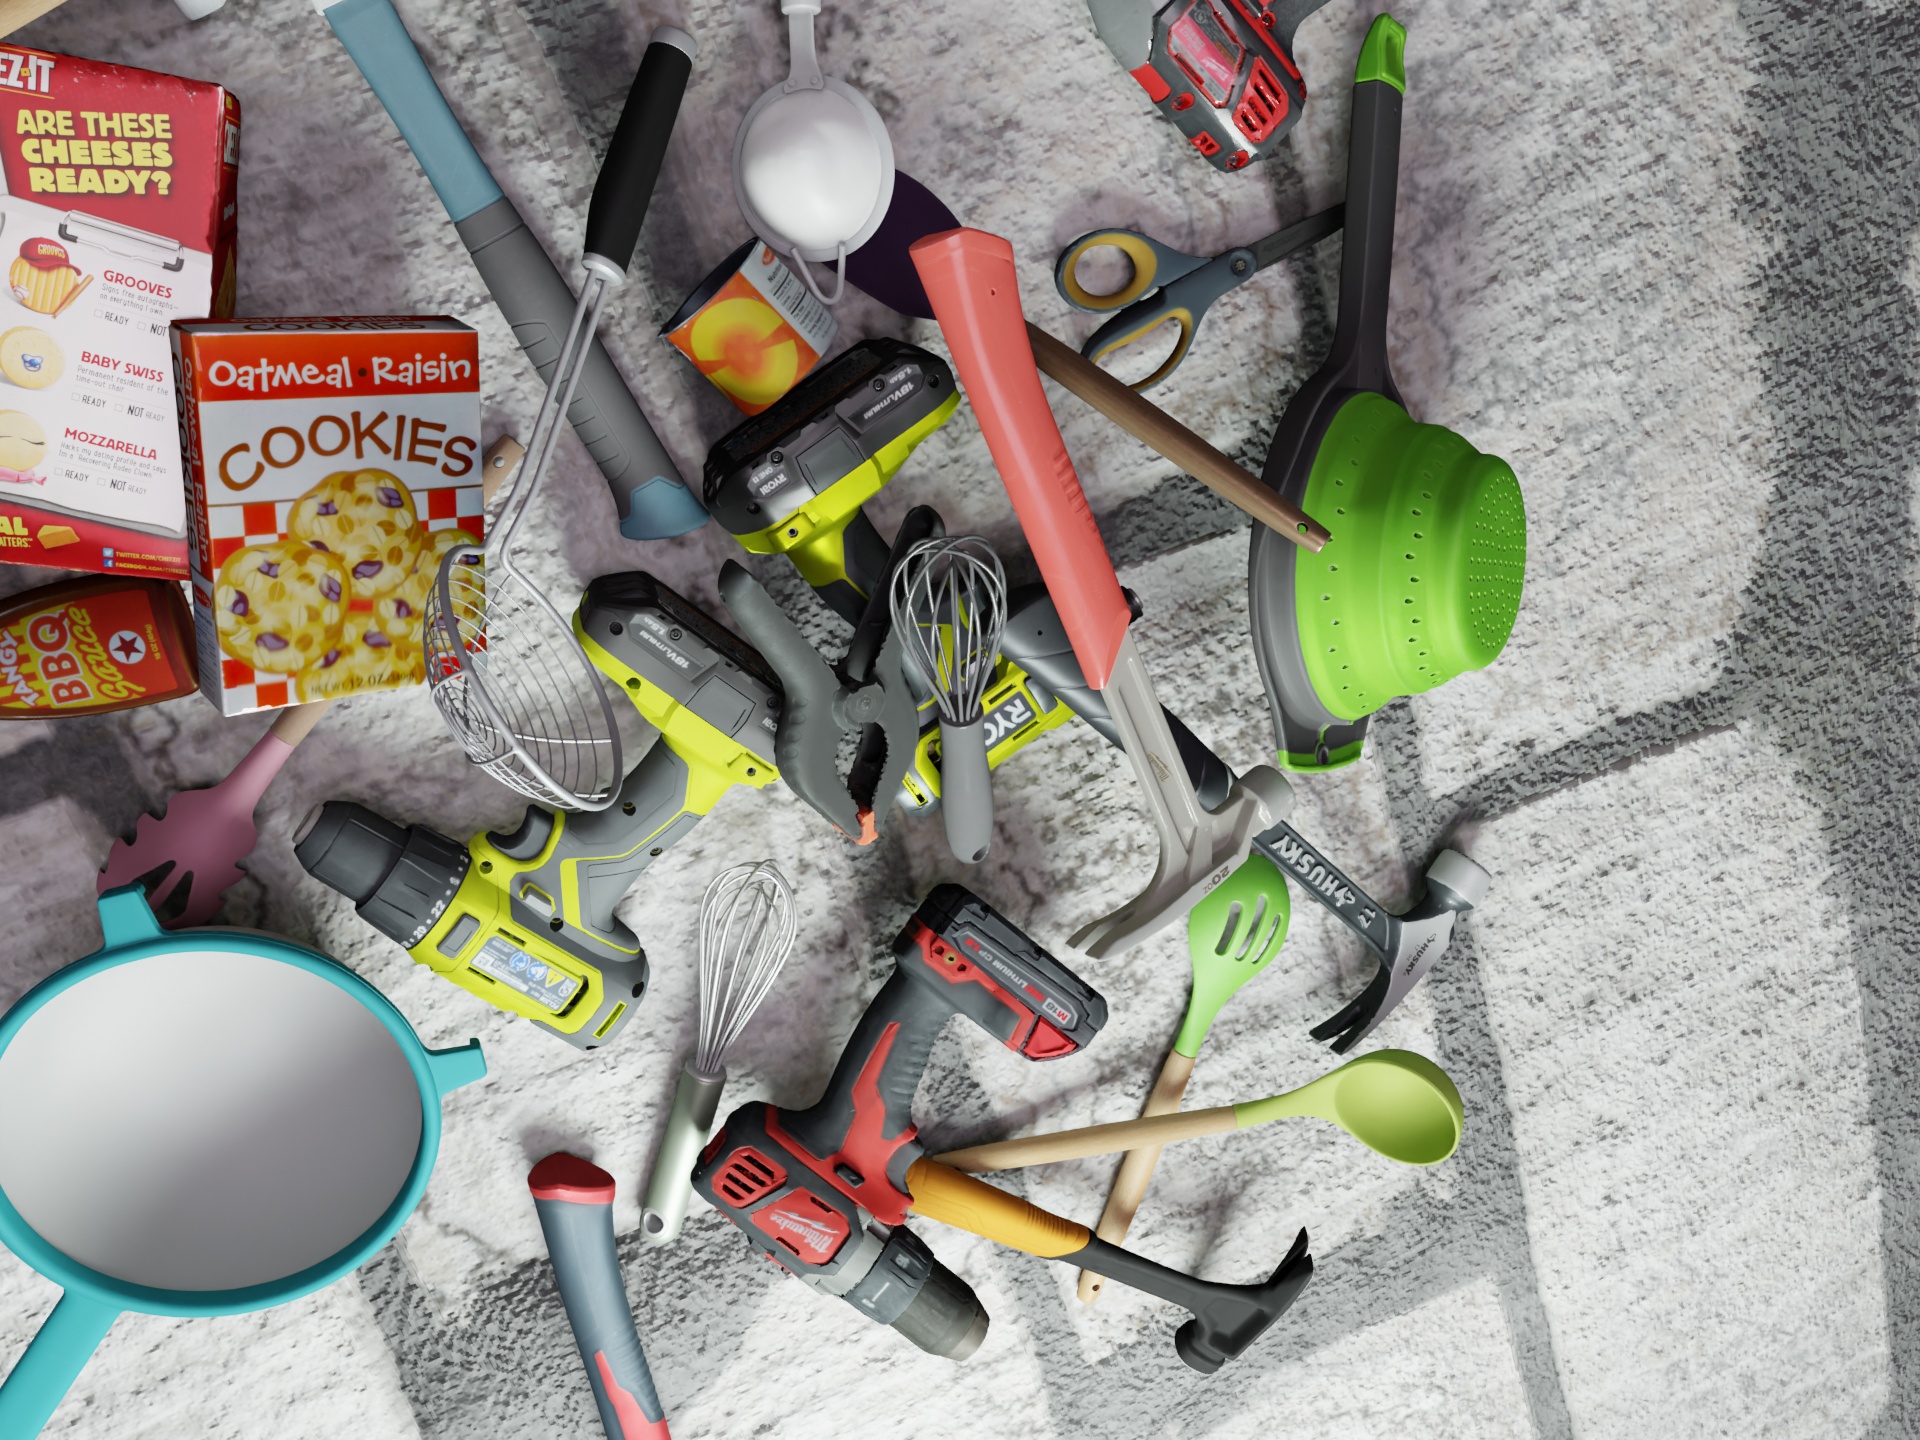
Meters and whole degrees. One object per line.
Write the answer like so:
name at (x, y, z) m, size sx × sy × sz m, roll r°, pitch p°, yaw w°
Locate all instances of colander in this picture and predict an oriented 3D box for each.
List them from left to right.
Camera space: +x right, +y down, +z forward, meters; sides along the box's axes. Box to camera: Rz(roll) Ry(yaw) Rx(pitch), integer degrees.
colander at (0.241, -0.165, 0.828) m, size 0.204 × 0.094 × 0.397 m, roll -4°, pitch 99°, yaw -54°

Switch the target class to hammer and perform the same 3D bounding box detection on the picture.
hammer at (-0.219, -0.226, 0.748) m, size 0.128 × 0.033 × 0.330 m, roll -31°, pitch 113°, yaw -4°
hammer at (-0.208, 0.432, 0.950) m, size 0.143 × 0.038 × 0.386 m, roll -15°, pitch 110°, yaw -10°
hammer at (0.047, 0.303, 0.959) m, size 0.336 × 0.034 × 0.127 m, roll 24°, pitch 122°, yaw -14°
hammer at (0.053, -0.061, 0.772) m, size 0.149 × 0.037 × 0.358 m, roll -35°, pitch 114°, yaw -22°
hammer at (0.153, 0.052, 0.898) m, size 0.408 × 0.036 × 0.149 m, roll 38°, pitch 85°, yaw -32°

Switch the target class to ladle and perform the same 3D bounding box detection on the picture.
ladle at (0.142, 0.252, 0.961) m, size 0.320 × 0.062 × 0.078 m, roll -9°, pitch 118°, yaw -1°

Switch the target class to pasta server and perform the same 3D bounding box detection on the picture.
pasta server at (-0.319, -0.015, 0.789) m, size 0.060 × 0.040 × 0.316 m, roll 38°, pitch 89°, yaw -23°

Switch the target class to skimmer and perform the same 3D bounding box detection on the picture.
skimmer at (-0.153, -0.143, 0.711) m, size 0.090 × 0.127 × 0.363 m, roll 12°, pitch 80°, yaw 20°

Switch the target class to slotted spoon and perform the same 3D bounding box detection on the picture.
slotted spoon at (0.133, 0.230, 0.995) m, size 0.070 × 0.031 × 0.313 m, roll 15°, pitch 103°, yaw -21°

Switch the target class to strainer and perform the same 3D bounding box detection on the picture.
strainer at (-0.405, 0.234, 0.803) m, size 0.210 × 0.095 × 0.340 m, roll 32°, pitch 100°, yaw -23°
strainer at (-0.077, -0.330, 0.748) m, size 0.087 × 0.050 × 0.258 m, roll 2°, pitch 100°, yaw 21°

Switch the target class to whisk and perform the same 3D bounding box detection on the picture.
whisk at (-0.141, 0.189, 0.894) m, size 0.058 × 0.059 × 0.246 m, roll 22°, pitch 106°, yaw 16°
whisk at (-0.001, -0.001, 0.781) m, size 0.055 × 0.055 × 0.238 m, roll -17°, pitch 140°, yaw -11°

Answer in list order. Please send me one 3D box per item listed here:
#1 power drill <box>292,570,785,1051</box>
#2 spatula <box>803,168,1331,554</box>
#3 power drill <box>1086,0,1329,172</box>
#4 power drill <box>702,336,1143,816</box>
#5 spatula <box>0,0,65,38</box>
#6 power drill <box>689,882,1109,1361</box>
power drill at (-0.202, 0.040, 0.812) m, size 0.190 × 0.080 × 0.228 m, roll 37°, pitch 96°, yaw -24°
spatula at (0.048, -0.178, 0.776) m, size 0.316 × 0.018 × 0.060 m, roll 36°, pitch 96°, yaw 6°
power drill at (0.161, -0.400, 0.786) m, size 0.143 × 0.079 × 0.219 m, roll 39°, pitch 96°, yaw -22°
power drill at (-0.015, -0.079, 0.832) m, size 0.171 × 0.080 × 0.223 m, roll -36°, pitch 117°, yaw -3°
spatula at (-0.309, -0.350, 0.646) m, size 0.082 × 0.044 × 0.317 m, roll 45°, pitch 72°, yaw 0°
power drill at (-0.013, 0.225, 0.884) m, size 0.188 × 0.080 × 0.227 m, roll 39°, pitch 85°, yaw -5°
